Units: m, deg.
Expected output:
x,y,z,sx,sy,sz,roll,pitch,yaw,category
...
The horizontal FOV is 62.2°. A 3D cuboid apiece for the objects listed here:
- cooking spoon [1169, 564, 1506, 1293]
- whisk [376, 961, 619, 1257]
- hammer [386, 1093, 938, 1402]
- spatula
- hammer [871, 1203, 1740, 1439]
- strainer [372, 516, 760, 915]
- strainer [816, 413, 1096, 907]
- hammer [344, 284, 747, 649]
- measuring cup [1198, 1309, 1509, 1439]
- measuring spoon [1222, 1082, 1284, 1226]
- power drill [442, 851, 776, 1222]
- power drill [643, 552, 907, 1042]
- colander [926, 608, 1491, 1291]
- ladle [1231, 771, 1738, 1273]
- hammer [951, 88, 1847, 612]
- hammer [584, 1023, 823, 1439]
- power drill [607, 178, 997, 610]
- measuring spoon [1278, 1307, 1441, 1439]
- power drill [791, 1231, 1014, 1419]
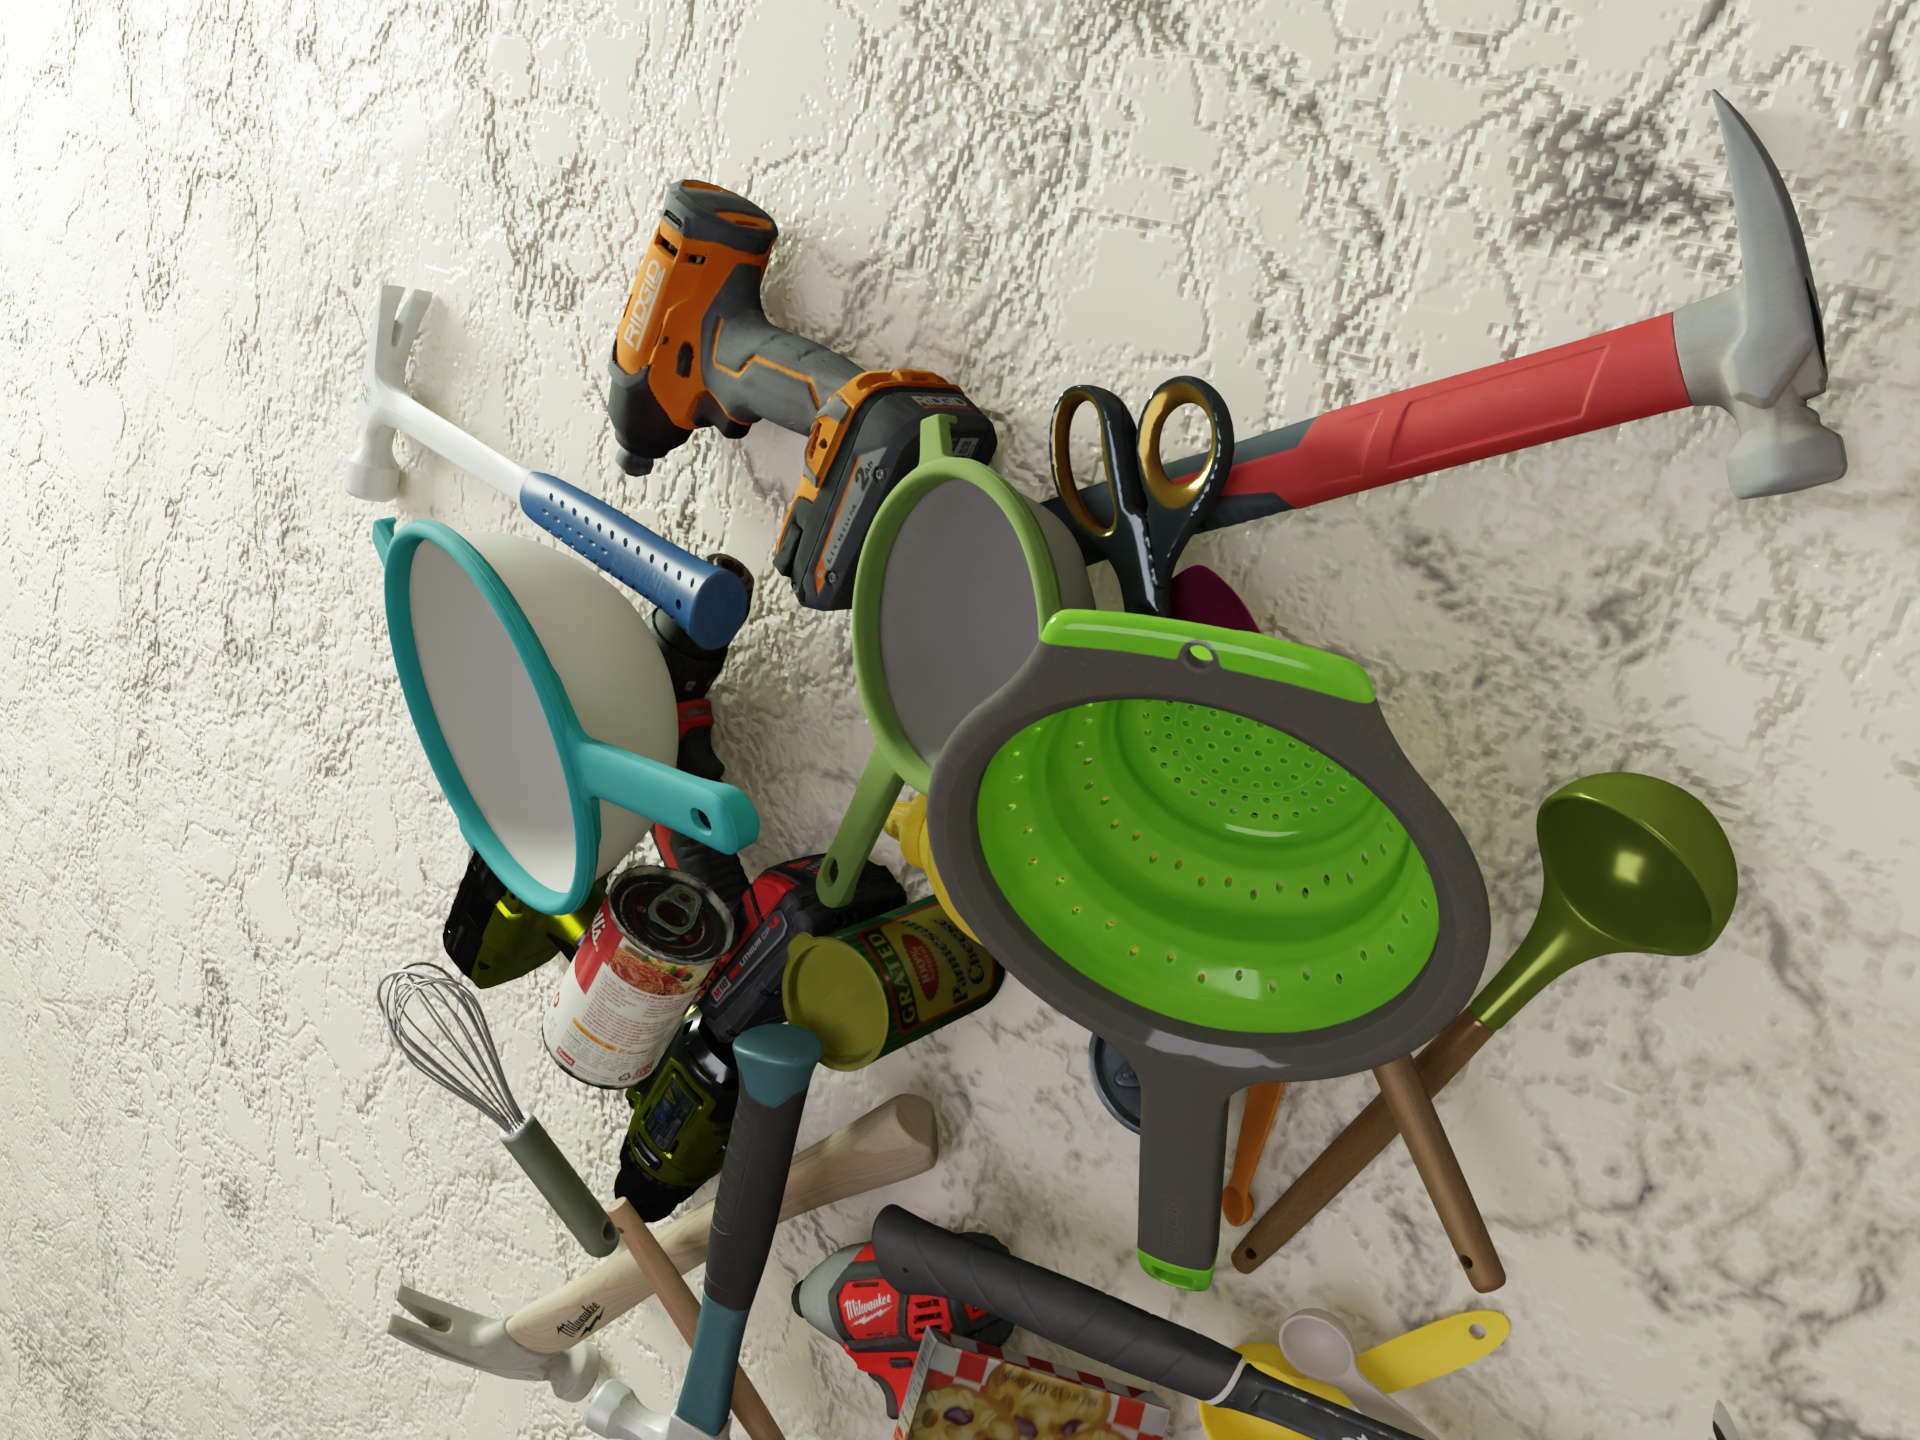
x,y,z,sx,sy,sz,roll,pitch,yaw,category
0.153,0.082,0.666,0.068,0.017,0.319,-36,71,49,cooking spoon
-0.283,0.248,0.992,0.059,0.058,0.246,-17,115,23,whisk
-0.173,0.309,0.937,0.410,0.146,0.038,-36,35,30,hammer
-0.114,0.403,0.912,0.060,0.018,0.316,-22,103,37,spatula
0.135,0.295,0.700,0.409,0.036,0.149,13,119,29,hammer
-0.168,-0.001,0.776,0.341,0.095,0.211,15,122,48,strainer
-0.001,-0.002,0.738,0.152,0.069,0.256,58,137,34,strainer
-0.254,-0.142,0.926,0.406,0.035,0.144,31,114,39,hammer
0.181,0.297,0.729,0.156,0.029,0.062,-33,81,24,measuring cup
0.142,0.183,0.741,0.021,0.011,0.117,39,121,60,measuring spoon
-0.213,0.182,0.963,0.229,0.080,0.190,47,129,18,power drill
-0.128,0.039,0.878,0.227,0.080,0.188,52,123,21,power drill
0.103,0.096,0.649,0.204,0.094,0.396,12,134,18,colander
0.198,0.144,0.665,0.078,0.062,0.320,46,124,21,ladle
0.144,-0.124,0.670,0.386,0.038,0.143,-11,90,37,hammer
-0.121,0.289,0.831,0.128,0.033,0.330,22,120,15,hammer
-0.100,-0.153,0.822,0.227,0.084,0.164,44,123,26,power drill
0.193,0.305,0.702,0.124,0.018,0.034,43,125,9,measuring spoon
-0.016,0.388,0.855,0.143,0.078,0.220,-18,84,36,power drill
